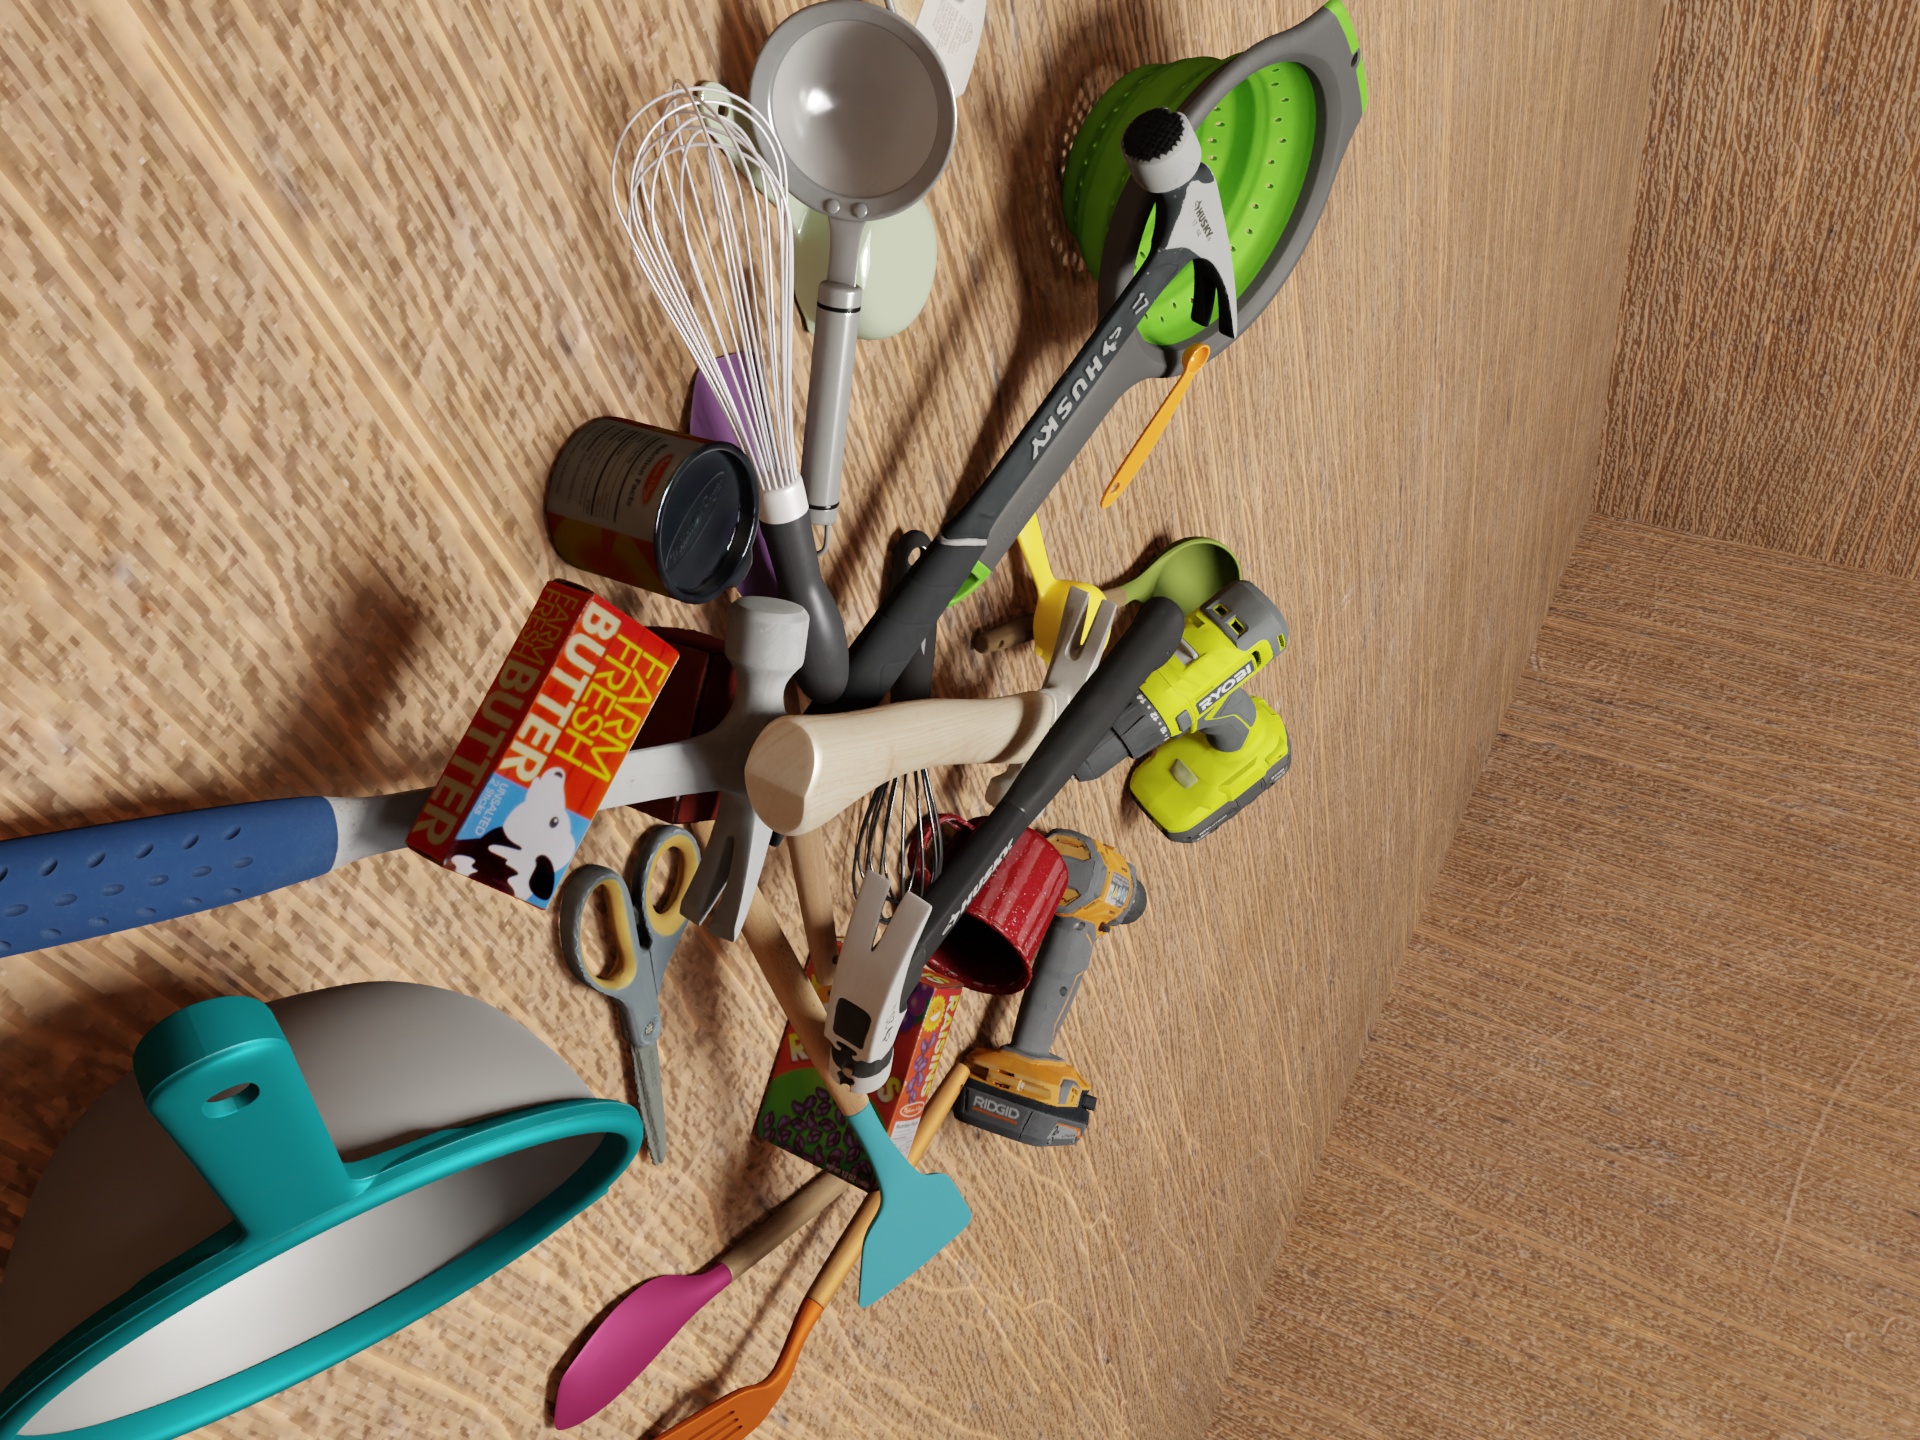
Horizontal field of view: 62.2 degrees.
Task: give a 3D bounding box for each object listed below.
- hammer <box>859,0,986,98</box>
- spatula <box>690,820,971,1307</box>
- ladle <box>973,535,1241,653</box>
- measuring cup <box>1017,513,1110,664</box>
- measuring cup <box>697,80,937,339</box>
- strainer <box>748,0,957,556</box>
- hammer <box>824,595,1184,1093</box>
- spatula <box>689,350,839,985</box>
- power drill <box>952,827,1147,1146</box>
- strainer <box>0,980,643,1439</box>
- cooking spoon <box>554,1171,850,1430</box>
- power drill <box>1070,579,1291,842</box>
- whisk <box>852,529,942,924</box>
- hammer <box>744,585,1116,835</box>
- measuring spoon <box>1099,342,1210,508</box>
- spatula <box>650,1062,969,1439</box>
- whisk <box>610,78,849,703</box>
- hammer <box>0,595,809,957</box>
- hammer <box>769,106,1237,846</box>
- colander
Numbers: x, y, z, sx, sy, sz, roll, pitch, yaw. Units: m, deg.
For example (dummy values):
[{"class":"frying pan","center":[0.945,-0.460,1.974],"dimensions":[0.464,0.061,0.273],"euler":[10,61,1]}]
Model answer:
[{"class":"hammer","center":[-0.072,-0.339,0.615],"dimensions":[0.331,0.031,0.130],"euler":[17,91,-64]},{"class":"spatula","center":[-0.073,0.181,0.840],"dimensions":[0.082,0.044,0.317],"euler":[-33,112,-23]},{"class":"ladle","center":[0.108,-0.077,1.112],"dimensions":[0.320,0.062,0.078],"euler":[-22,134,-55]},{"class":"measuring cup","center":[0.059,-0.098,0.997],"dimensions":[0.062,0.029,0.156],"euler":[-50,135,-32]},{"class":"measuring cup","center":[-0.059,-0.227,0.703],"dimensions":[0.167,0.038,0.083],"euler":[33,76,-62]},{"class":"strainer","center":[-0.052,-0.190,0.680],"dimensions":[0.050,0.087,0.258],"euler":[-67,168,-62]},{"class":"hammer","center":[0.035,0.039,0.847],"dimensions":[0.335,0.035,0.146],"euler":[-50,161,-36]},{"class":"spatula","center":[-0.087,-0.013,0.753],"dimensions":[0.060,0.018,0.315],"euler":[-35,124,-50]},{"class":"power drill","center":[0.081,0.204,1.216],"dimensions":[0.185,0.084,0.226],"euler":[32,73,-65]},{"class":"strainer","center":[-0.205,0.118,0.469],"dimensions":[0.211,0.095,0.340],"euler":[-24,159,-25]},{"class":"cooking spoon","center":[-0.125,0.315,0.943],"dimensions":[0.319,0.017,0.068],"euler":[-24,130,-57]},{"class":"power drill","center":[0.171,0.009,1.227],"dimensions":[0.190,0.080,0.228],"euler":[-38,151,-3]},{"class":"whisk","center":[-0.033,0.009,0.906],"dimensions":[0.055,0.055,0.239],"euler":[-26,124,-56]},{"class":"hammer","center":[-0.001,-0.003,0.811],"dimensions":[0.146,0.038,0.410],"euler":[-70,164,9]},{"class":"measuring spoon","center":[0.113,-0.177,0.956],"dimensions":[0.021,0.011,0.117],"euler":[-9,137,-54]},{"class":"spatula","center":[-0.087,0.343,1.005],"dimensions":[0.323,0.041,0.081],"euler":[-53,152,-33]},{"class":"whisk","center":[-0.083,-0.124,0.671],"dimensions":[0.070,0.070,0.284],"euler":[-48,141,-40]},{"class":"hammer","center":[-0.202,0.042,0.531],"dimensions":[0.405,0.035,0.144],"euler":[-11,115,-52]},{"class":"hammer","center":[0.014,-0.108,0.821],"dimensions":[0.409,0.036,0.149],"euler":[-54,148,-4]},{"class":"colander","center":[0.077,-0.246,0.927],"dimensions":[0.397,0.095,0.204],"euler":[-53,154,3]}]
